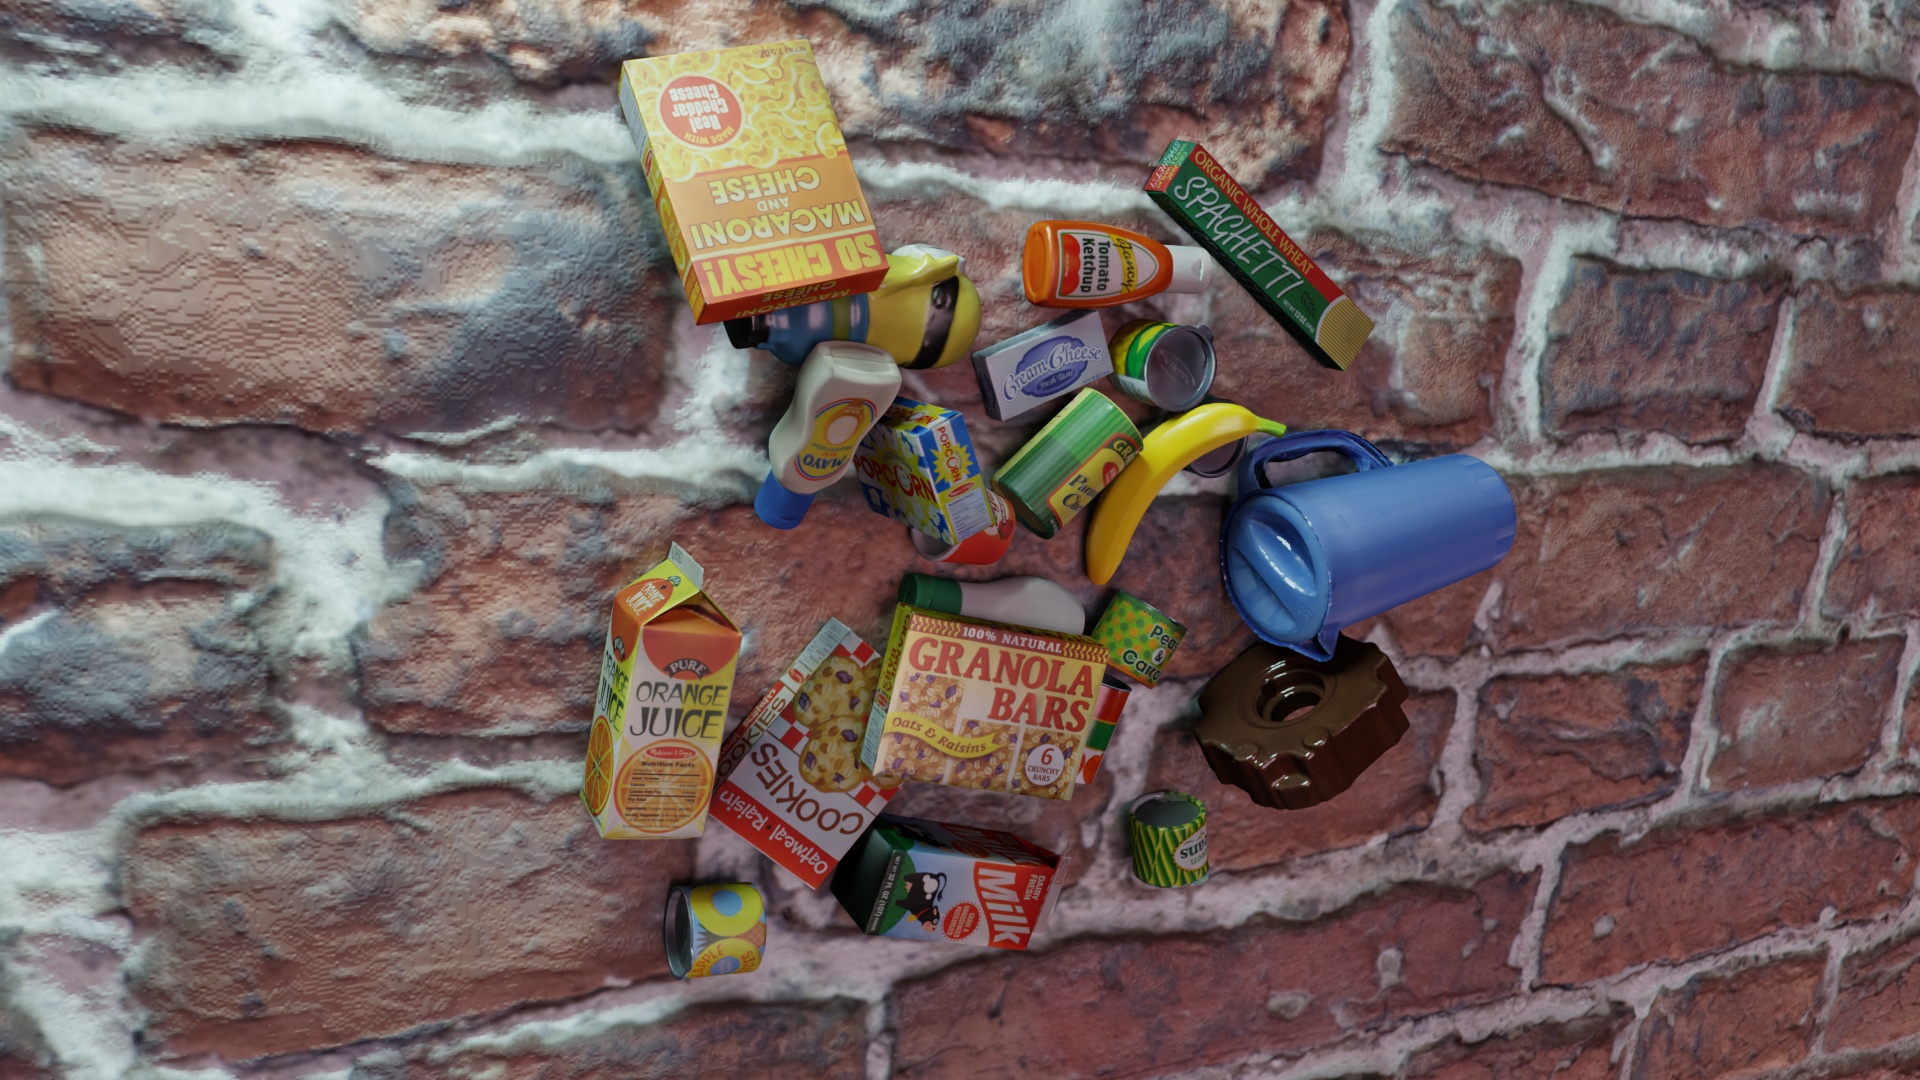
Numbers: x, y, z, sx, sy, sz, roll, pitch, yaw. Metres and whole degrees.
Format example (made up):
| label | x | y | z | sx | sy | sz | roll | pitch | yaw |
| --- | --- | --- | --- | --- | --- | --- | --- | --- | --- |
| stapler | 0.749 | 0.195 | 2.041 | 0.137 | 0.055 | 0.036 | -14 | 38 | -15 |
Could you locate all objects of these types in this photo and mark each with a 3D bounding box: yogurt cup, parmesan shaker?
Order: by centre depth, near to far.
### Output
| label | x | y | z | sx | sy | sz | roll | pitch | yaw |
| --- | --- | --- | --- | --- | --- | --- | --- | --- | --- |
| yogurt cup | 0.004 | -0.013 | 1.035 | 0.054 | 0.072 | 0.072 | 15 | 97 | -38 |
| parmesan shaker | 0.081 | -0.057 | 1.062 | 0.103 | 0.071 | 0.071 | -44 | 119 | -10 |

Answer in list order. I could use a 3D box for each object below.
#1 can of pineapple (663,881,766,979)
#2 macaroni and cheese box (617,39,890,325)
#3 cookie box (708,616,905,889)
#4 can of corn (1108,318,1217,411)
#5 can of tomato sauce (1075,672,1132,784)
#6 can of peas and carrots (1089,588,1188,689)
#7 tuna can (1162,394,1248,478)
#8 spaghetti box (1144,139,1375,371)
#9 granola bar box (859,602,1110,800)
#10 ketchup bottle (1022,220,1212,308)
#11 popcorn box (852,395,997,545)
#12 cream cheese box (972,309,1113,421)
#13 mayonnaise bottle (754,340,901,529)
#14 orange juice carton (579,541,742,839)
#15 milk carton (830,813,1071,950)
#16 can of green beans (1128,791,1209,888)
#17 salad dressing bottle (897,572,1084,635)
| label | x | y | z | sx | sy | sz | roll | pitch | yaw |
| --- | --- | --- | --- | --- | --- | --- | --- | --- | --- |
| can of pineapple | -0.180 | 0.287 | 1.018 | 0.058 | 0.071 | 0.071 | 3 | 103 | -28 |
| macaroni and cheese box | -0.130 | -0.226 | 0.874 | 0.124 | 0.040 | 0.166 | -16 | 80 | -23 |
| cookie box | -0.103 | 0.160 | 1.040 | 0.167 | 0.040 | 0.122 | -50 | 120 | -8 |
| can of corn | 0.157 | -0.140 | 1.081 | 0.071 | 0.058 | 0.071 | -8 | 107 | -25 |
| can of tomato sauce | 0.090 | 0.145 | 1.121 | 0.071 | 0.071 | 0.083 | 19 | 95 | -30 |
| can of peas and carrots | 0.144 | 0.081 | 1.128 | 0.071 | 0.071 | 0.058 | 32 | 89 | -31 |
| tuna can | 0.197 | -0.087 | 1.131 | 0.071 | 0.033 | 0.071 | -8 | 107 | -26 |
| spaghetti box | 0.245 | -0.225 | 1.121 | 0.249 | 0.029 | 0.050 | 35 | 86 | -31 |
| granola bar box | 0.018 | 0.122 | 1.038 | 0.166 | 0.039 | 0.124 | 12 | 95 | -24 |
| ketchup bottle | 0.120 | -0.207 | 1.052 | 0.149 | 0.043 | 0.064 | -4 | 101 | -27 |
| popcorn box | -0.033 | -0.053 | 0.966 | 0.038 | 0.127 | 0.085 | -28 | 116 | -23 |
| cream cheese box | 0.063 | -0.134 | 1.054 | 0.104 | 0.024 | 0.053 | -26 | 113 | -20 |
| mayonnaise bottle | -0.096 | -0.068 | 0.938 | 0.065 | 0.041 | 0.147 | 2 | 137 | -35 |
| orange juice carton | -0.203 | 0.102 | 0.952 | 0.073 | 0.072 | 0.192 | 7 | 101 | -29 |
| milk carton | 0.002 | 0.273 | 1.106 | 0.190 | 0.073 | 0.072 | 16 | 96 | -30 |
| can of green beans | 0.180 | 0.257 | 1.199 | 0.071 | 0.071 | 0.057 | -14 | 110 | -23 |
| salad dressing bottle | 0.024 | 0.054 | 1.075 | 0.148 | 0.044 | 0.064 | 12 | 100 | -28 |
